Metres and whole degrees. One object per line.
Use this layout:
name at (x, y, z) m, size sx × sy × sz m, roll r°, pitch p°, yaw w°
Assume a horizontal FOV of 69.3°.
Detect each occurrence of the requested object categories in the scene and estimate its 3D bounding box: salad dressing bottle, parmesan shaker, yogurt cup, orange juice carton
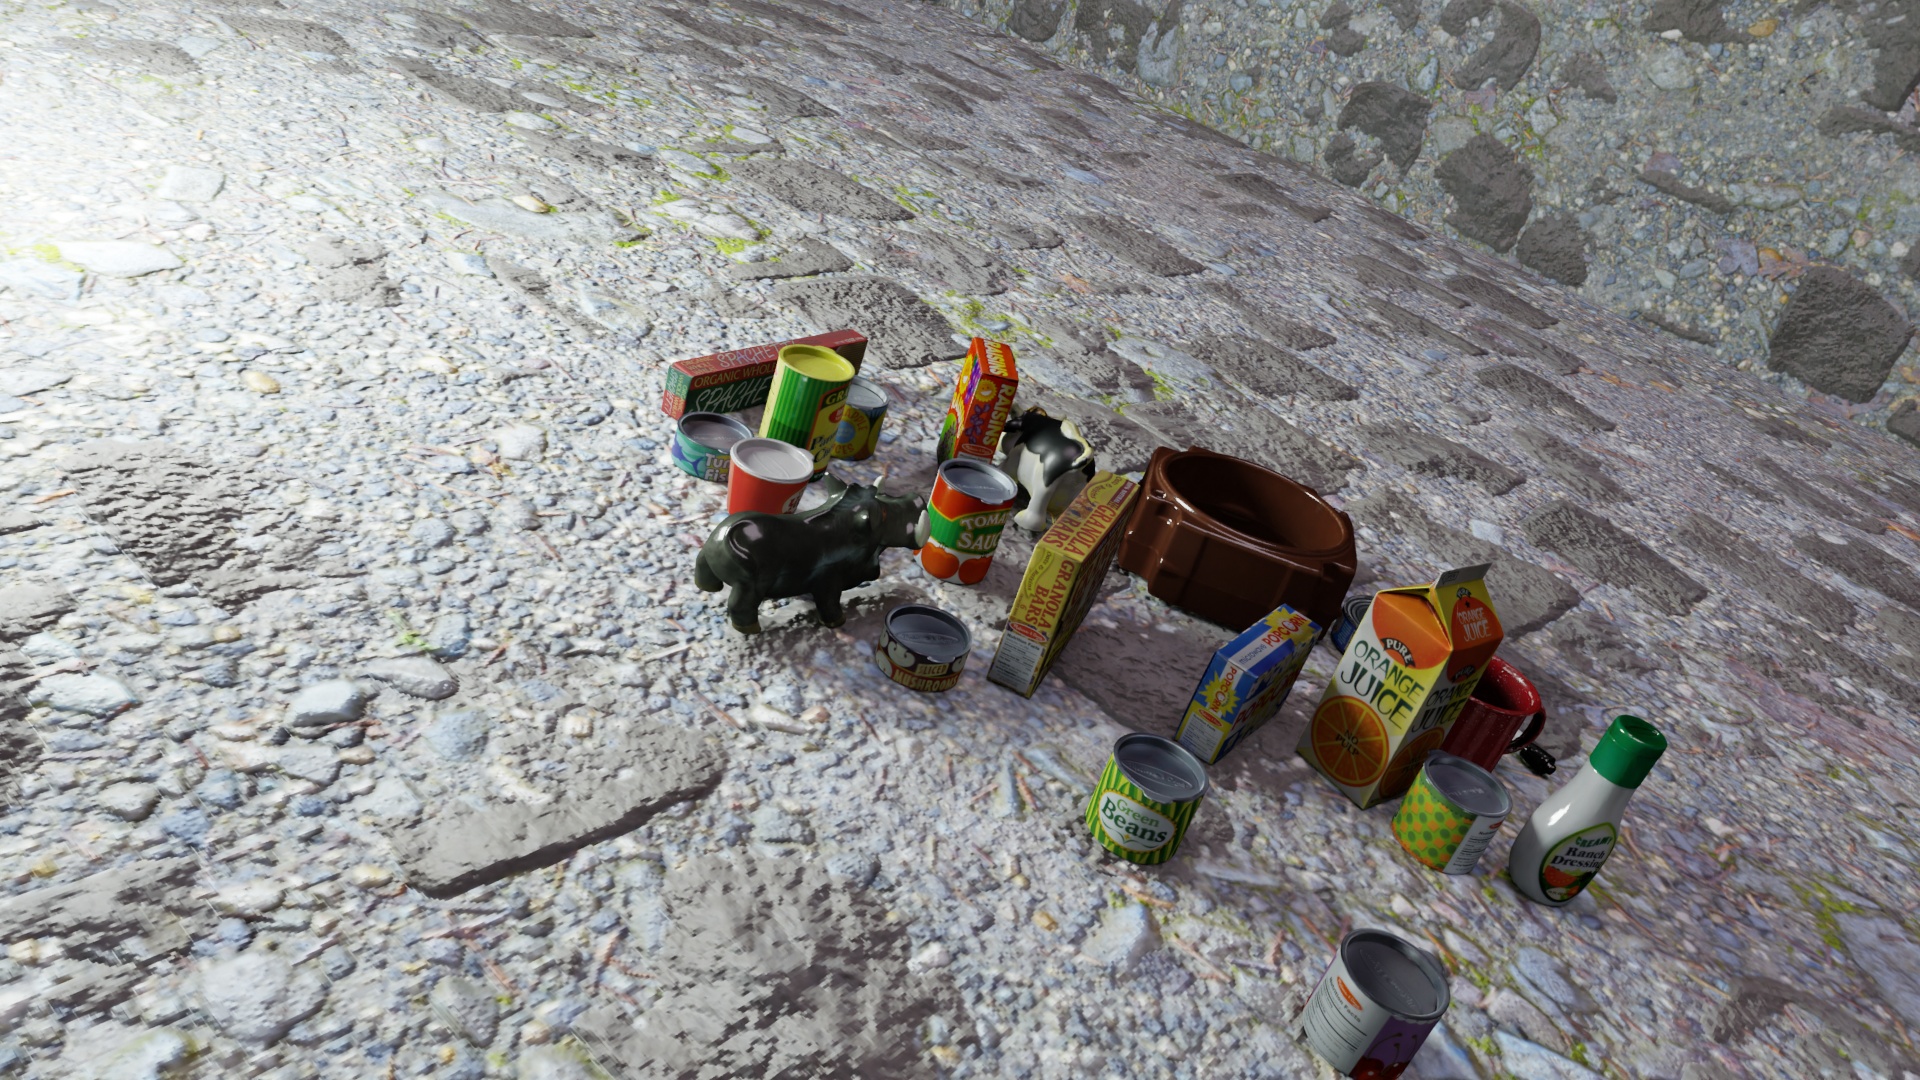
salad dressing bottle at (0.441, 0.190, 0.976) m, size 0.064 × 0.147 × 0.044 m, roll 10°, pitch 29°, yaw -17°
parmesan shaker at (-0.135, -0.110, 1.204) m, size 0.071 × 0.102 × 0.071 m, roll 15°, pitch 28°, yaw -8°
yogurt cup at (-0.158, -0.045, 1.126) m, size 0.072 × 0.053 × 0.073 m, roll 15°, pitch 28°, yaw -8°
orange juice carton at (0.331, 0.098, 1.024) m, size 0.072 × 0.191 × 0.073 m, roll -6°, pitch 37°, yaw -39°

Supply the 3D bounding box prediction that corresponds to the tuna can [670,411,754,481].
tuna can at (-0.209, -0.078, 1.177) m, size 0.071 × 0.032 × 0.071 m, roll 15°, pitch 28°, yaw -8°

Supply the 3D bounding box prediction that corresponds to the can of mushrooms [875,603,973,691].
can of mushrooms at (-0.026, 0.079, 1.009) m, size 0.071 × 0.033 × 0.071 m, roll 15°, pitch 28°, yaw -8°

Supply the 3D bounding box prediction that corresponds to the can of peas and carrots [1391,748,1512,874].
can of peas and carrots at (0.352, 0.196, 1.005) m, size 0.071 × 0.058 × 0.071 m, roll 15°, pitch 28°, yaw -8°

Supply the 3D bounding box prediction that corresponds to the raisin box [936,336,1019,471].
raisin box at (0.015, -0.114, 1.281) m, size 0.040 × 0.122 × 0.086 m, roll 13°, pitch 28°, yaw -11°

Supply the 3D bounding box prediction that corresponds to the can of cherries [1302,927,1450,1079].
can of cherries at (0.243, 0.270, 0.807) m, size 0.071 × 0.058 × 0.072 m, roll 15°, pitch 28°, yaw -8°

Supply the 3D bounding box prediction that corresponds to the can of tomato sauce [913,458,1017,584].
can of tomato sauce at (0.004, -0.014, 1.140) m, size 0.071 × 0.082 × 0.071 m, roll 15°, pitch 28°, yaw -8°

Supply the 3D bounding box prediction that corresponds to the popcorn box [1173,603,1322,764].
popcorn box at (0.219, 0.107, 1.053) m, size 0.038 × 0.084 × 0.127 m, roll 33°, pitch 31°, yaw 25°

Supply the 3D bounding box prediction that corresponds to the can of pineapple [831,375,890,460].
can of pineapple at (-0.104, -0.113, 1.276) m, size 0.071 × 0.057 × 0.071 m, roll 15°, pitch 28°, yaw -8°

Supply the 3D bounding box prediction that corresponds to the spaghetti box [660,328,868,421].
spaghetti box at (-0.181, -0.159, 1.319) m, size 0.029 × 0.050 × 0.251 m, roll 33°, pitch 31°, yaw 24°

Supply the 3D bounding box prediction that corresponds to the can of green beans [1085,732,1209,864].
can of green beans at (0.122, 0.169, 0.913) m, size 0.071 × 0.057 × 0.071 m, roll 15°, pitch 28°, yaw -8°

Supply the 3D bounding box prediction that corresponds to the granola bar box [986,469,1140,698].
granola bar box at (0.082, 0.030, 1.066) m, size 0.039 × 0.123 × 0.166 m, roll 25°, pitch 29°, yaw 11°
